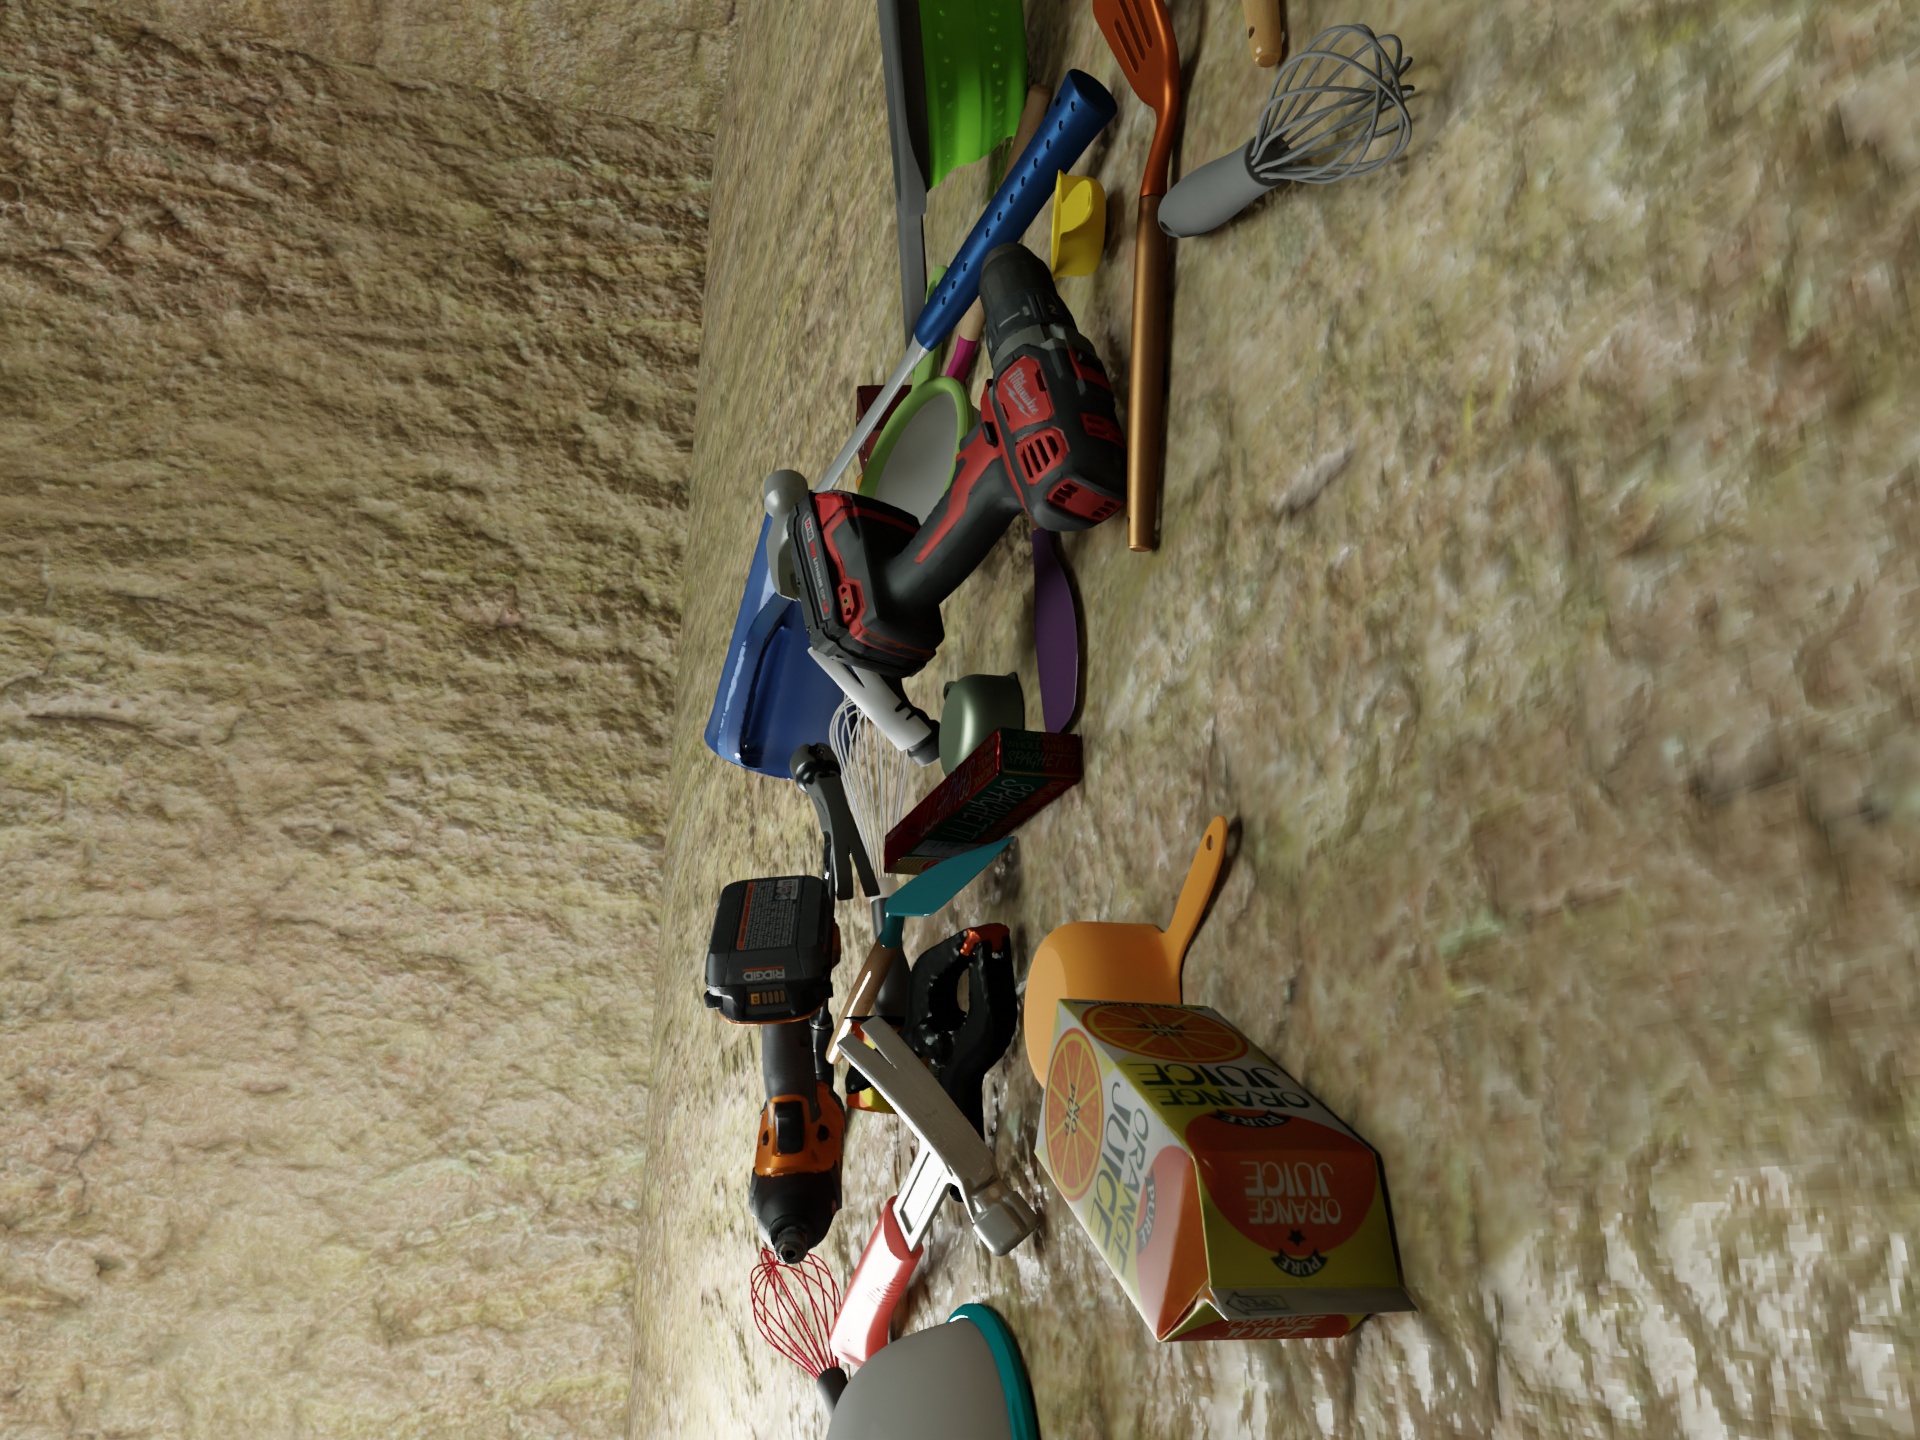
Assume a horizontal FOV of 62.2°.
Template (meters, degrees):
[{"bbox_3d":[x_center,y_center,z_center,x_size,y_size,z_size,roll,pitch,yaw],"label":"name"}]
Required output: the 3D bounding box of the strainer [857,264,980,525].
[{"bbox_3d":[-0.006,-0.198,1.093,0.151,0.069,0.257,-30,47,53],"label":"strainer"}]

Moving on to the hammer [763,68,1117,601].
[{"bbox_3d":[-0.027,-0.238,1.041,0.405,0.035,0.144,-49,34,37],"label":"hammer"}]

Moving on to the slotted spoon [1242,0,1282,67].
[{"bbox_3d":[0.134,-0.445,0.772,0.070,0.031,0.314,131,140,-64],"label":"slotted spoon"}]

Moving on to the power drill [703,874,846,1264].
[{"bbox_3d":[-0.116,0.236,1.058,0.164,0.084,0.226,-97,3,-69],"label":"power drill"}]

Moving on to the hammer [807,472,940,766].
[{"bbox_3d":[-0.065,-0.109,1.229,0.034,0.127,0.337,-31,33,17],"label":"hammer"}]

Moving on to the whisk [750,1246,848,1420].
[{"bbox_3d":[-0.103,0.488,1.204,0.296,0.073,0.073,-143,60,-64],"label":"whisk"}]

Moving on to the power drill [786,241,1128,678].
[{"bbox_3d":[-0.004,-0.150,0.925,0.226,0.080,0.188,-39,51,36],"label":"power drill"}]

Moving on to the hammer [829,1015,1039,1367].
[{"bbox_3d":[-0.048,0.328,1.010,0.149,0.037,0.358,47,146,22],"label":"hammer"}]

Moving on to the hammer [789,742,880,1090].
[{"bbox_3d":[-0.106,0.225,1.242,0.149,0.036,0.408,-119,29,-52],"label":"hammer"}]

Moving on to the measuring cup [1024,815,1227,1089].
[{"bbox_3d":[0.073,0.106,0.728,0.095,0.052,0.173,-103,22,-49],"label":"measuring cup"}]

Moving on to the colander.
[{"bbox_3d":[-0.002,-0.405,1.154,0.396,0.094,0.205,87,176,-51],"label":"colander"}]

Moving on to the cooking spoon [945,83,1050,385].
[{"bbox_3d":[0.013,-0.301,1.150,0.069,0.017,0.318,-87,12,-51],"label":"cooking spoon"}]

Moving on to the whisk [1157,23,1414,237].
[{"bbox_3d":[0.128,-0.241,0.682,0.239,0.055,0.055,-158,74,-77],"label":"whisk"}]

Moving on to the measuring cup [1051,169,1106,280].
[{"bbox_3d":[0.071,-0.276,0.871,0.156,0.029,0.062,-109,22,-78],"label":"measuring cup"}]

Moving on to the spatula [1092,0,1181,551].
[{"bbox_3d":[0.090,-0.247,0.824,0.081,0.041,0.323,146,128,-78],"label":"spatula"}]

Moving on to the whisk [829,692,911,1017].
[{"bbox_3d":[-0.061,0.098,1.199,0.070,0.070,0.285,126,142,-60],"label":"whisk"}]

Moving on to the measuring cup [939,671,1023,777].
[{"bbox_3d":[-0.002,-0.003,1.052,0.168,0.038,0.083,-139,57,-68],"label":"measuring cup"}]

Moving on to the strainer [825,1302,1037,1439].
[{"bbox_3d":[-0.013,0.411,0.840,0.340,0.095,0.211,121,151,-58],"label":"strainer"}]

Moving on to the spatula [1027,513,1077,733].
[{"bbox_3d":[0.049,-0.136,0.967,0.059,0.018,0.316,123,148,-56],"label":"spatula"}]

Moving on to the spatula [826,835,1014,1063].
[{"bbox_3d":[-0.046,0.168,1.072,0.082,0.044,0.317,-41,-16,-37],"label":"spatula"}]
